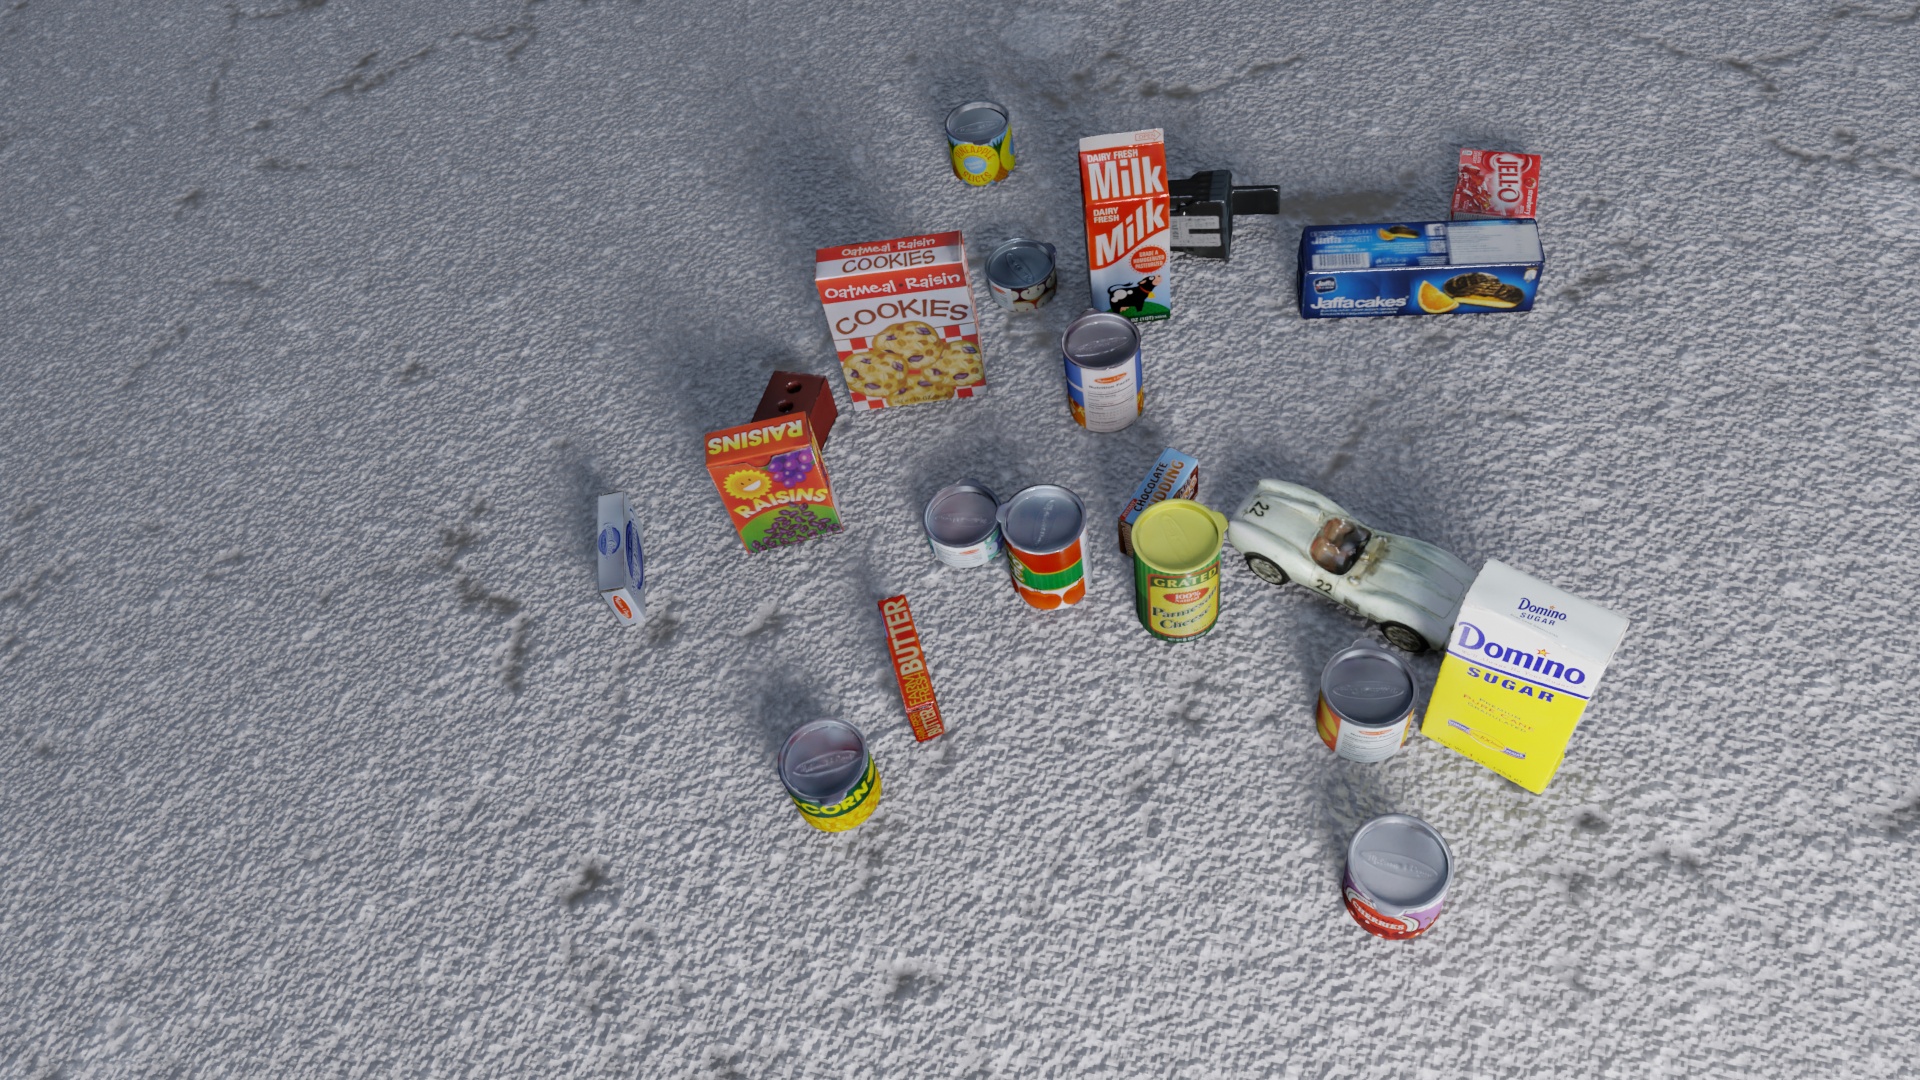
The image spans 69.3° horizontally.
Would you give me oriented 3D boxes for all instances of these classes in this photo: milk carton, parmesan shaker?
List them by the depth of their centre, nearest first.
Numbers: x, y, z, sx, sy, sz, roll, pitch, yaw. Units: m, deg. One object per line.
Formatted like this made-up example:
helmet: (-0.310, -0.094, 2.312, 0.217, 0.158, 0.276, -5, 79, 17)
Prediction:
parmesan shaker: (0.167, 0.024, 1.047, 0.071, 0.102, 0.071, -5, 54, 7)
milk carton: (0.144, -0.280, 1.215, 0.072, 0.189, 0.074, -7, 54, 5)

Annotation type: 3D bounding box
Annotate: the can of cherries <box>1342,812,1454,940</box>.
can of cherries: (0.285, 0.223, 0.912, 0.071, 0.058, 0.072, -5, 54, 6)

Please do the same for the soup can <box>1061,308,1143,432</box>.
soup can: (0.122, -0.145, 1.188, 0.071, 0.083, 0.072, -5, 54, 7)

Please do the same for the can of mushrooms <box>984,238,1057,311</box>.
can of mushrooms: (0.060, -0.250, 1.305, 0.071, 0.033, 0.071, -5, 54, 6)

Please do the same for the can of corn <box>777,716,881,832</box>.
can of corn: (-0.094, 0.174, 1.012, 0.071, 0.058, 0.071, -5, 54, 6)

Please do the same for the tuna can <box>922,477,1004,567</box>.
tuna can: (0.004, -0.014, 1.146, 0.071, 0.032, 0.071, -5, 54, 6)

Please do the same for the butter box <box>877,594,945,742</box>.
butter box: (-0.038, 0.097, 1.061, 0.024, 0.053, 0.104, -16, 54, -2)

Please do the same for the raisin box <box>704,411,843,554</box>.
raisin box: (-0.152, -0.045, 1.138, 0.086, 0.122, 0.040, -12, 54, 1)

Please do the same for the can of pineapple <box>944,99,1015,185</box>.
can of pineapple: (0.020, -0.401, 1.404, 0.071, 0.057, 0.071, -5, 54, 6)

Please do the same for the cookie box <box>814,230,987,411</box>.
cookie box: (-0.048, -0.186, 1.195, 0.123, 0.166, 0.040, -7, 54, 5)

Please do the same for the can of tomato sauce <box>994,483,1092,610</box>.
can of tomato sauce: (0.067, 0.006, 1.089, 0.071, 0.082, 0.071, -5, 54, 7)

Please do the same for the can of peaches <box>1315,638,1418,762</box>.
can of peaches: (0.289, 0.115, 0.990, 0.071, 0.057, 0.071, -5, 54, 6)

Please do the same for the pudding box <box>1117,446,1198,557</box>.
pudding box: (0.160, -0.029, 1.120, 0.030, 0.049, 0.084, 26, 63, 25)

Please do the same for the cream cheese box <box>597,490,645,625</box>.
cream cheese box: (-0.283, 0.014, 1.161, 0.024, 0.053, 0.104, -12, 54, 1)
